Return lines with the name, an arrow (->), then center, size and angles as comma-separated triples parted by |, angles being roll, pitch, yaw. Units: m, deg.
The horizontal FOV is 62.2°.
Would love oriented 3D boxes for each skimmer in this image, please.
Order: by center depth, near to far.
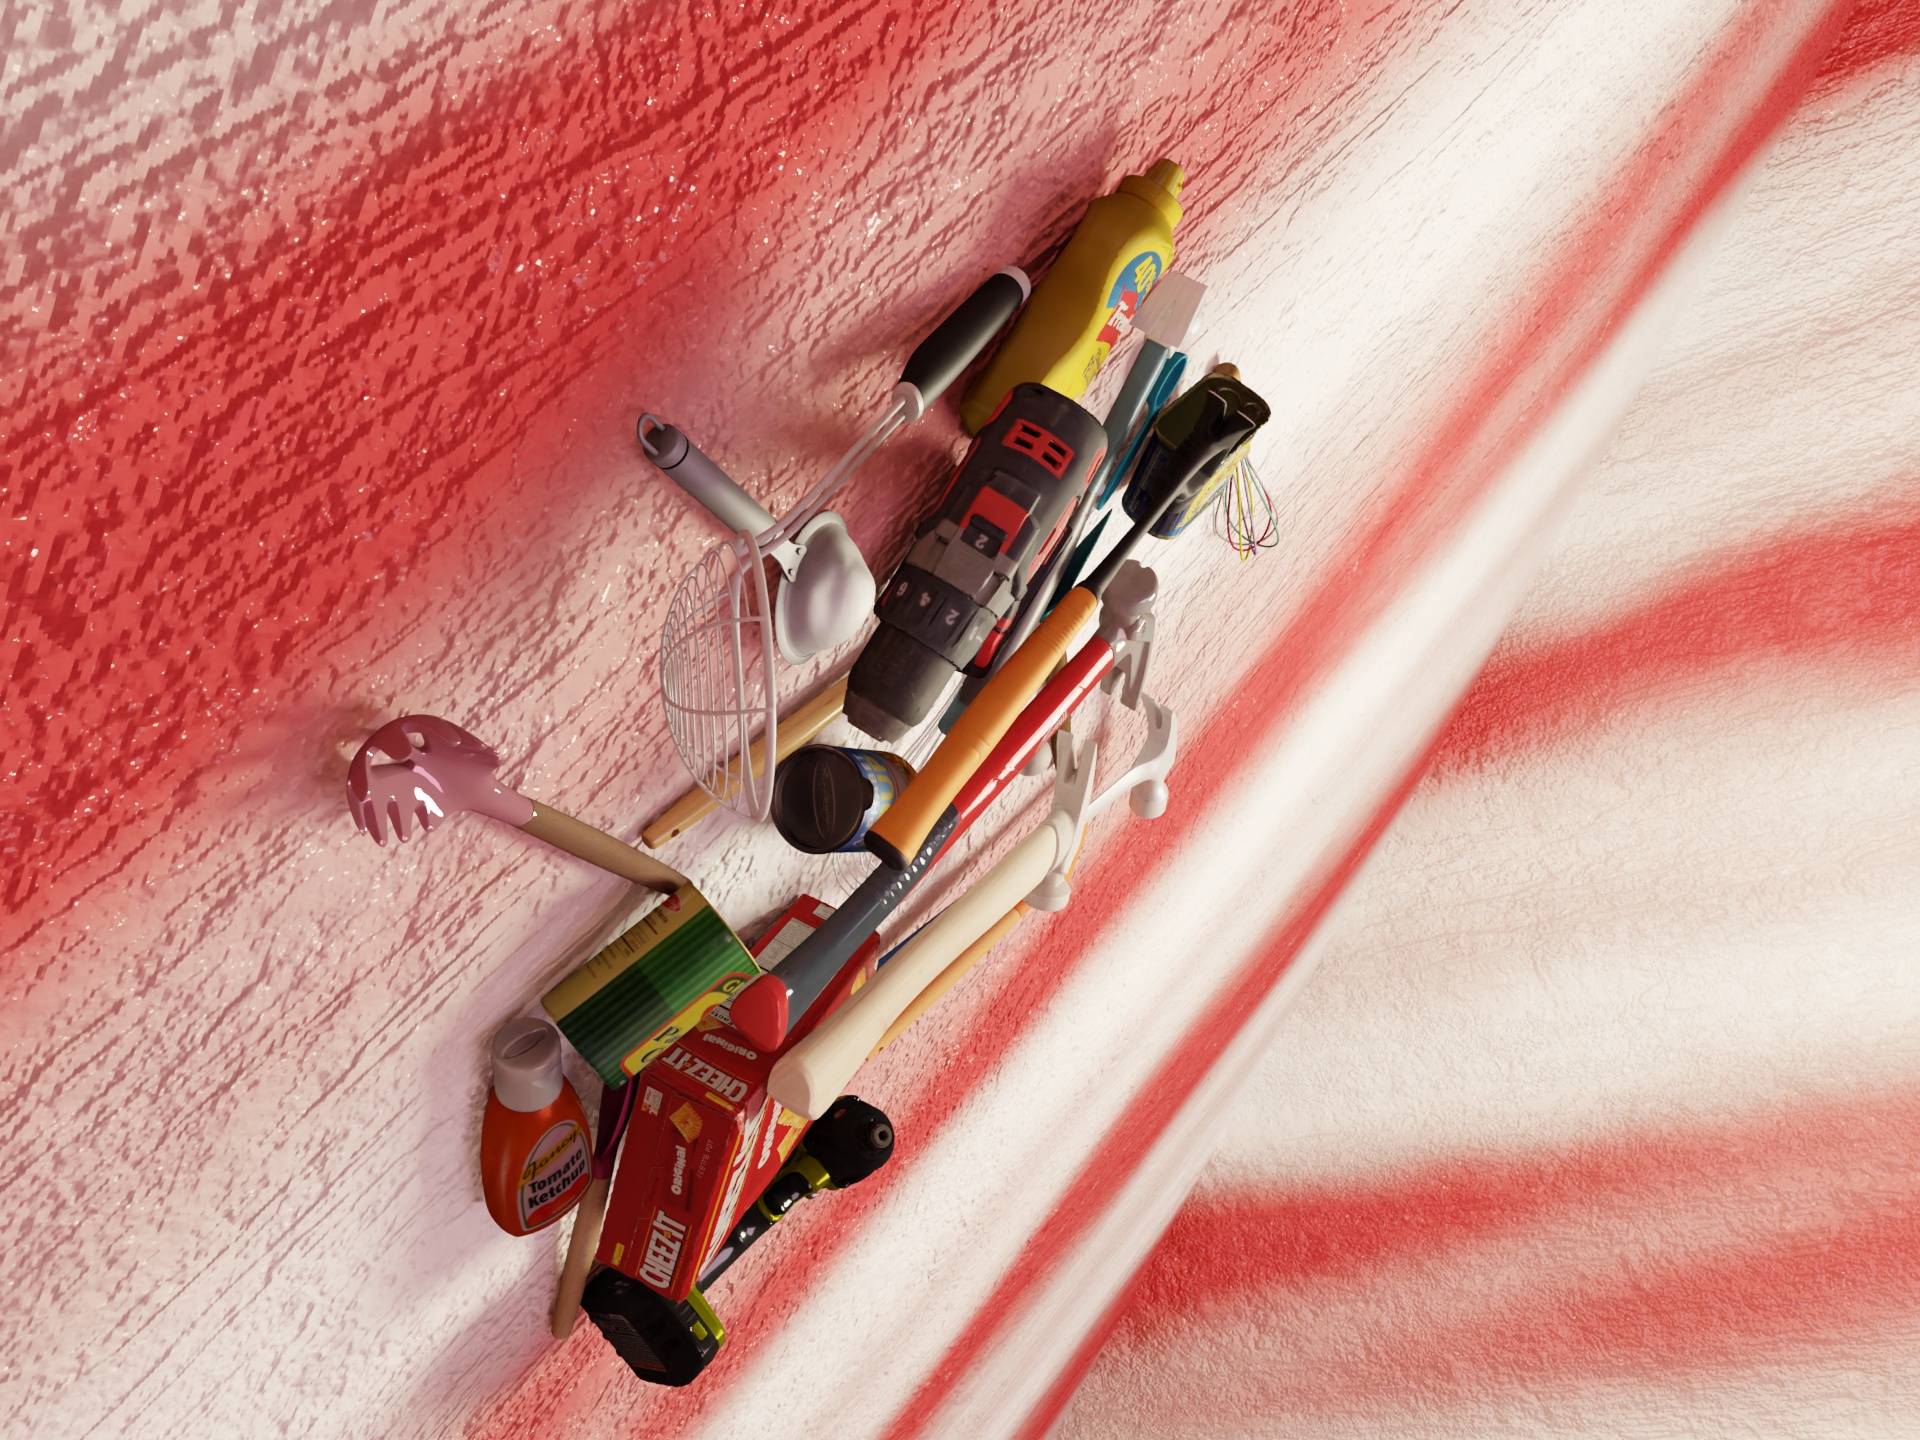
skimmer -> -0.032, -0.107, 0.775 | 0.363, 0.090, 0.127 | -54, 168, -35

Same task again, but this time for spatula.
spatula -> 0.082, -0.039, 1.199 | 0.317, 0.044, 0.082 | 81, 32, -58
spatula -> 0.024, 0.176, 1.374 | 0.322, 0.041, 0.081 | -40, 150, -27

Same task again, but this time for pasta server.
pasta server -> -0.198, 0.057, 0.781 | 0.060, 0.040, 0.316 | -44, 157, -1

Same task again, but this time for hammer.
hammer -> 0.057, -0.050, 0.940 | 0.337, 0.034, 0.127 | -52, 178, -16
hammer -> 0.000, 0.062, 1.005 | 0.386, 0.038, 0.143 | -46, 157, -25
hammer -> 0.073, -0.135, 1.017 | 0.331, 0.033, 0.128 | -63, 175, 3
hammer -> -0.005, 0.135, 1.069 | 0.410, 0.038, 0.146 | -35, 140, -58
hammer -> 0.045, 0.119, 1.289 | 0.405, 0.035, 0.144 | -36, 146, -33

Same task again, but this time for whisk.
whisk -> -0.003, -0.004, 1.072 | 0.284, 0.070, 0.070 | -62, 156, -4
whisk -> 0.227, -0.203, 1.289 | 0.047, 0.051, 0.244 | -47, 151, -11

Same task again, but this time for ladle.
ladle -> -0.070, -0.018, 0.956 | 0.315, 0.031, 0.069 | -40, 151, -33

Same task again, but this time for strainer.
strainer -> -0.095, -0.090, 0.806 | 0.258, 0.050, 0.087 | 41, 66, -63

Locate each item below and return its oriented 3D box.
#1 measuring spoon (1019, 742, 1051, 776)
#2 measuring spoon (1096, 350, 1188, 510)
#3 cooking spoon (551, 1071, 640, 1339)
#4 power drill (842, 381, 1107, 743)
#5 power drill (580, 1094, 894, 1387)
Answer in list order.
measuring spoon -> 0.034, 0.052, 1.247 | 0.124, 0.018, 0.034 | -35, 147, -41
measuring spoon -> 0.119, -0.205, 1.117 | 0.042, 0.021, 0.128 | -37, 159, -58
cooking spoon -> -0.230, 0.298, 1.002 | 0.017, 0.069, 0.318 | 8, 127, -17
power drill -> 0.000, -0.072, 0.849 | 0.188, 0.080, 0.226 | -58, -179, -2
power drill -> -0.147, 0.352, 1.114 | 0.223, 0.080, 0.171 | -40, -175, -33
